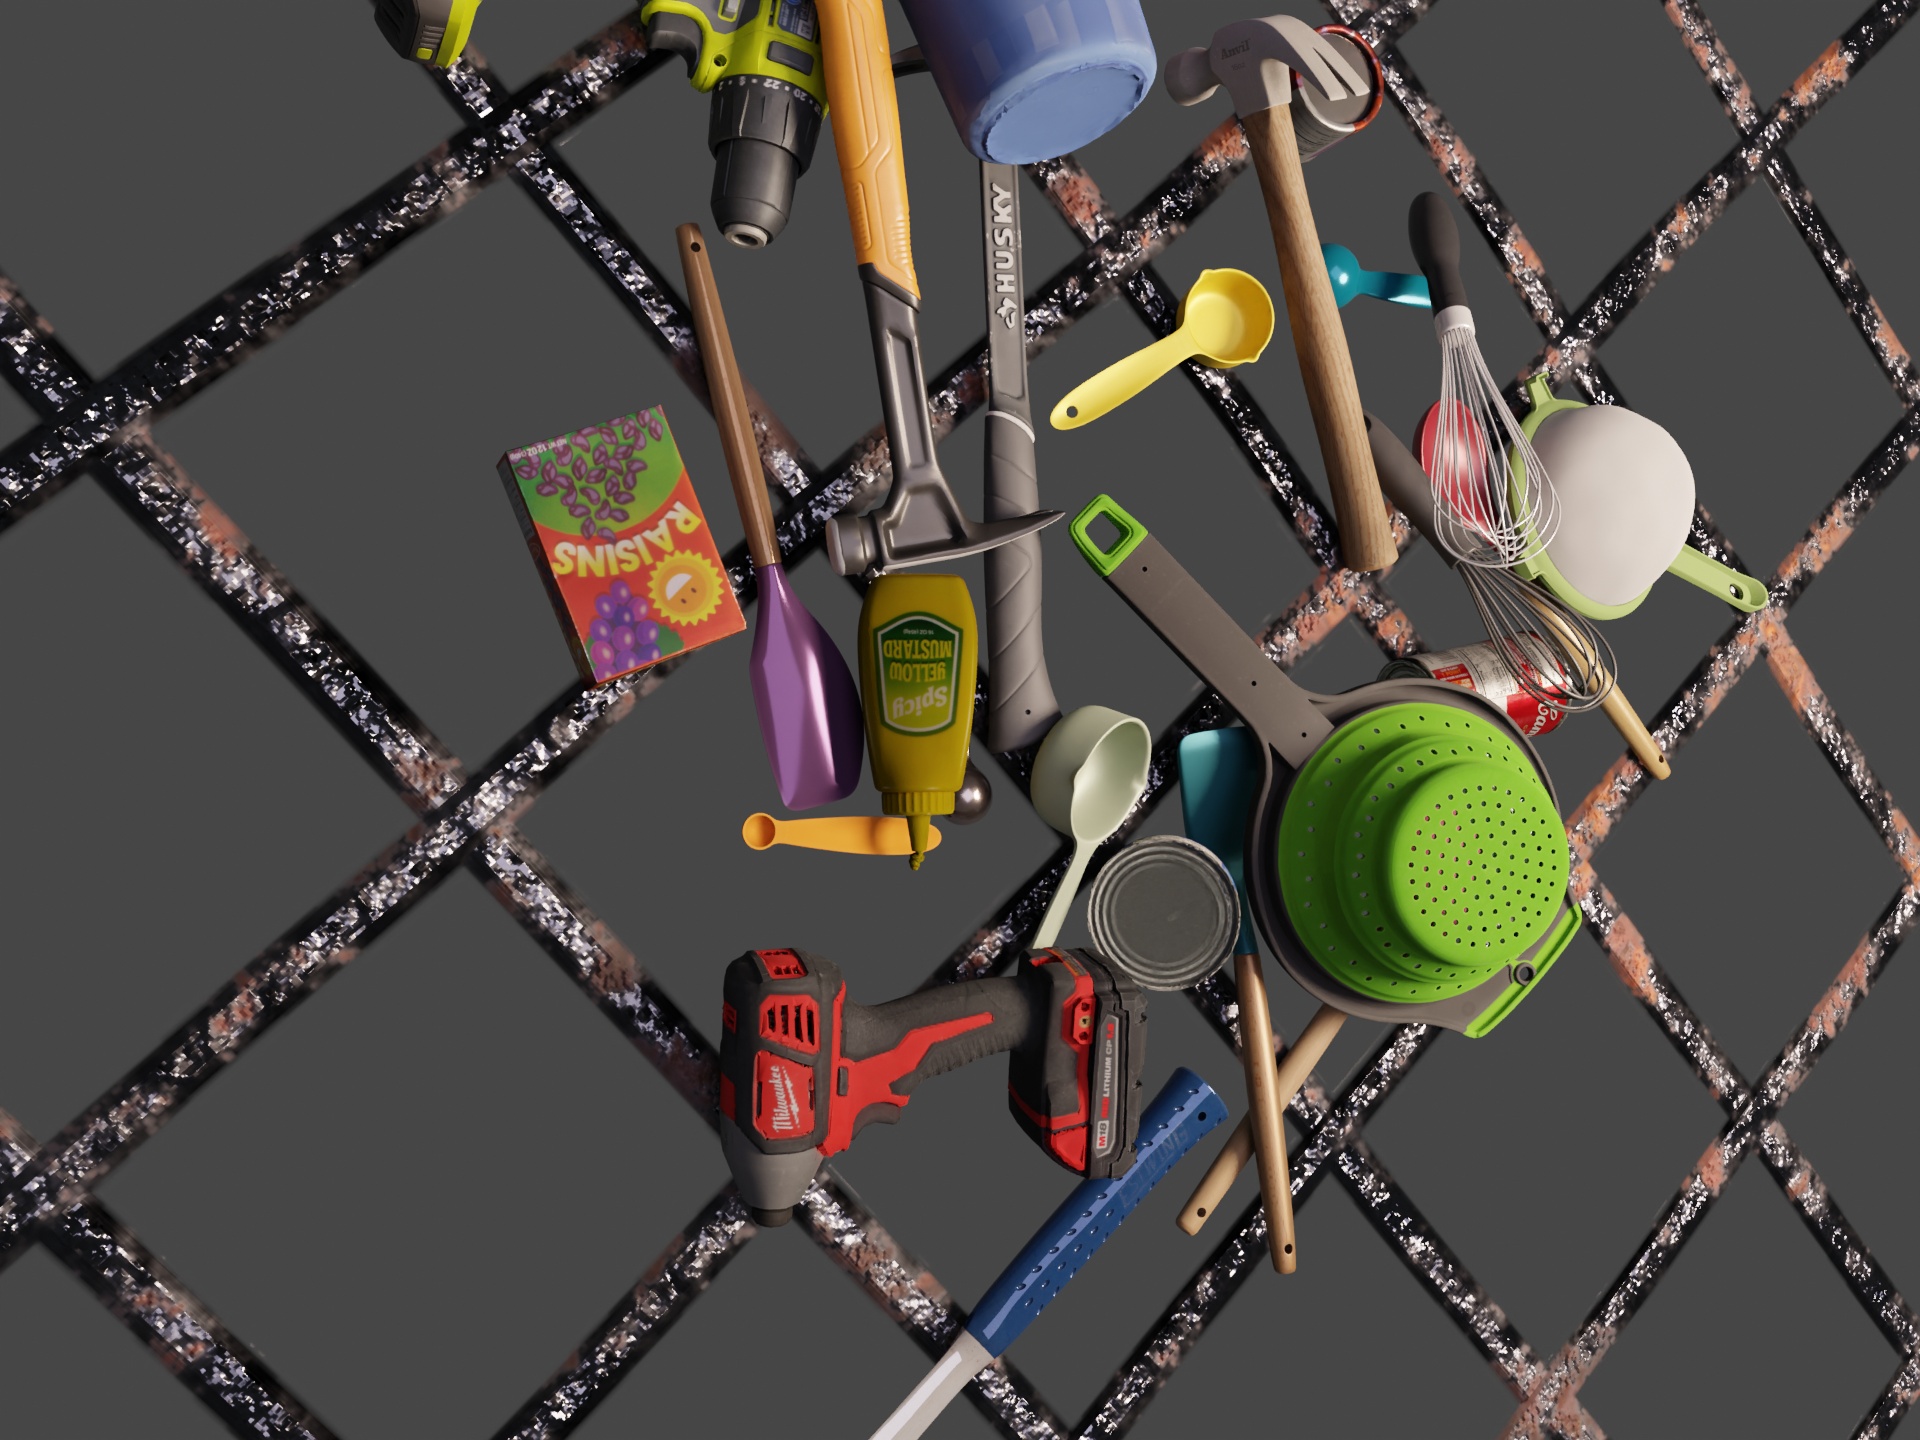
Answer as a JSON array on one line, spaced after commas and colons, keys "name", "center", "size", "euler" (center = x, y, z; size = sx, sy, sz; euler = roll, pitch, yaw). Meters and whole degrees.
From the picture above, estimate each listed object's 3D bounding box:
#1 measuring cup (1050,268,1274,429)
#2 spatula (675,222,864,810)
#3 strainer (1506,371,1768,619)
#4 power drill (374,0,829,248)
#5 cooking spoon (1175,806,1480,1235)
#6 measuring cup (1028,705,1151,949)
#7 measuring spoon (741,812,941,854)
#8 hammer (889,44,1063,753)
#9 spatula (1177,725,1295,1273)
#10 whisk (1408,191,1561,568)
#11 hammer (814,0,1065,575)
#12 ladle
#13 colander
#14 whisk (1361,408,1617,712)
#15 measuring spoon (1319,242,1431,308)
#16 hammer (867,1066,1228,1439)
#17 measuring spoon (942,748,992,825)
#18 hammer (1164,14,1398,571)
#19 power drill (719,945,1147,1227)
[{"name": "measuring cup", "center": [0.116, -0.215, 0.951], "size": [0.156, 0.029, 0.062], "euler": [-32, 96, -9]}, {"name": "spatula", "center": [-0.107, -0.109, 0.852], "size": [0.059, 0.018, 0.316], "euler": [-16, 95, -25]}, {"name": "strainer", "center": [0.474, -0.129, 1.057], "size": [0.256, 0.069, 0.152], "euler": [20, 69, -26]}, {"name": "power drill", "center": [-0.169, -0.359, 0.807], "size": [0.228, 0.080, 0.190], "euler": [12, 82, -24]}, {"name": "cooking spoon", "center": [0.228, 0.181, 0.978], "size": [0.068, 0.017, 0.319], "euler": [43, 72, -12]}, {"name": "measuring cup", "center": [0.055, 0.070, 0.901], "size": [0.083, 0.038, 0.167], "euler": [9, 105, -56]}, {"name": "measuring spoon", "center": [-0.065, 0.062, 0.869], "size": [0.116, 0.011, 0.021], "euler": [4, 87, -26]}, {"name": "hammer", "center": [0.023, -0.186, 0.898], "size": [0.149, 0.036, 0.409], "euler": [-2, 89, -17]}, {"name": "spatula", "center": [0.175, 0.163, 0.934], "size": [0.082, 0.044, 0.317], "euler": [-4, 83, -20]}, {"name": "whisk", "center": [0.308, -0.215, 0.969], "size": [0.070, 0.070, 0.285], "euler": [10, 61, -22]}, {"name": "hammer", "center": [-0.032, -0.250, 0.823], "size": [0.127, 0.034, 0.336], "euler": [-12, 102, -12]}, {"name": "ladle", "center": [0.386, -0.079, 1.052], "size": [0.069, 0.031, 0.315], "euler": [-47, 107, -25]}, {"name": "colander", "center": [0.214, 0.021, 0.886], "size": [0.397, 0.094, 0.204], "euler": [45, 82, -9]}, {"name": "whisk", "center": [0.310, -0.103, 0.971], "size": [0.055, 0.055, 0.239], "euler": [-29, 73, -21]}, {"name": "measuring spoon", "center": [0.276, -0.281, 1.016], "size": [0.128, 0.021, 0.042], "euler": [1, 87, -23]}, {"name": "hammer", "center": [-0.001, 0.344, 0.867], "size": [0.405, 0.035, 0.144], "euler": [-43, 104, -18]}, {"name": "measuring spoon", "center": [-0.001, -0.003, 0.891], "size": [0.034, 0.018, 0.124], "euler": [-7, 90, -22]}, {"name": "hammer", "center": [0.212, -0.249, 0.952], "size": [0.031, 0.130, 0.331], "euler": [-25, 105, -27]}, {"name": "power drill", "center": [-0.019, 0.191, 0.841], "size": [0.219, 0.079, 0.143], "euler": [0, 99, -18]}]
